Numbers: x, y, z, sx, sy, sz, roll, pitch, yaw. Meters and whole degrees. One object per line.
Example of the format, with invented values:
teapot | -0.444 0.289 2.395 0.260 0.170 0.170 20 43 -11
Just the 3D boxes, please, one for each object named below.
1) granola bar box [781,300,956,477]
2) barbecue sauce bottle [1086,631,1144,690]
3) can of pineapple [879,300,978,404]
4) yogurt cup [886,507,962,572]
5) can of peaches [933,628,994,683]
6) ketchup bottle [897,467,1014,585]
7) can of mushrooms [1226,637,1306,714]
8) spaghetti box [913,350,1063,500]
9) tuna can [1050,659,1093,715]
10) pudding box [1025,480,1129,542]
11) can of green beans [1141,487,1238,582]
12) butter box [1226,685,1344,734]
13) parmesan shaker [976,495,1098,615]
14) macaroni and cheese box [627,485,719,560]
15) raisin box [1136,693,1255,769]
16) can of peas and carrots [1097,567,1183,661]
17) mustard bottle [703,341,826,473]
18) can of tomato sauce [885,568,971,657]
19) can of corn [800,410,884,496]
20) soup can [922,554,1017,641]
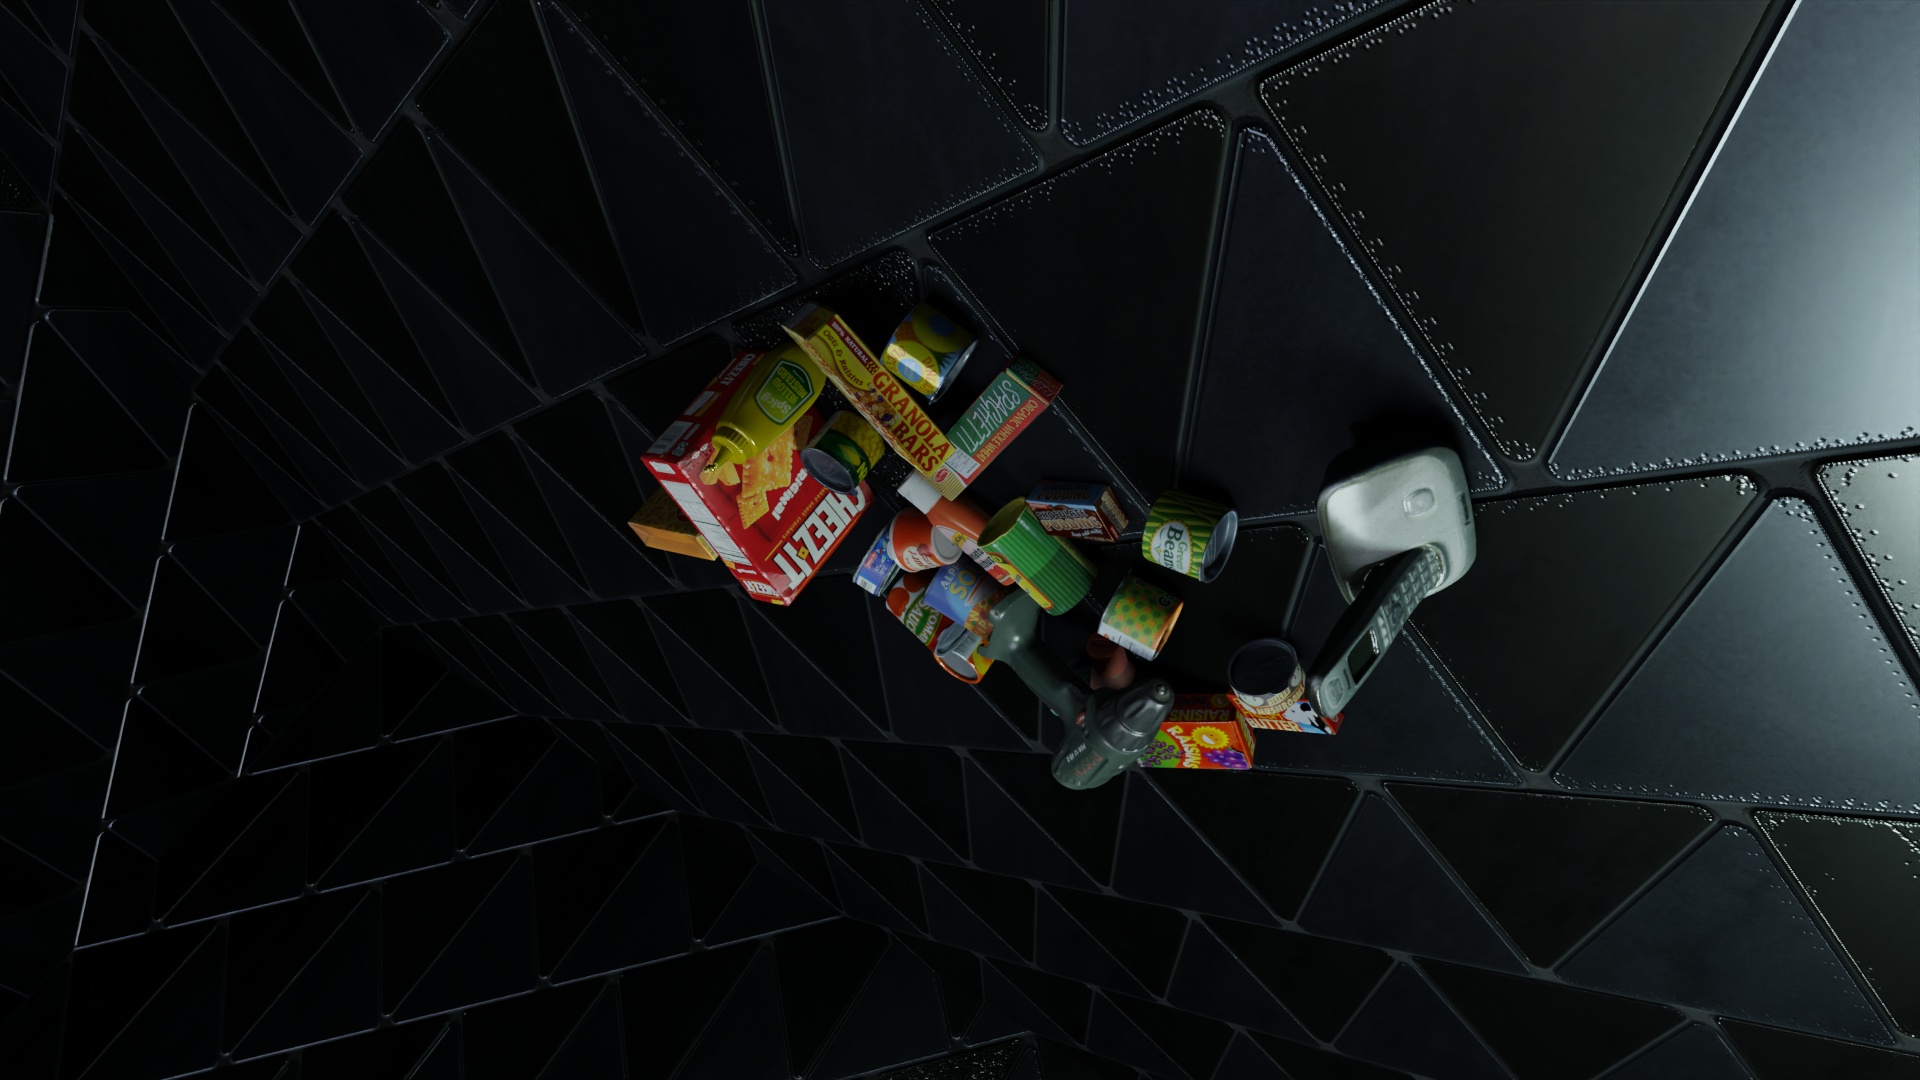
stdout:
granola bar box | -0.083 -0.139 1.251 0.165 0.039 0.124 48 178 -22
barbecue sauce bottle | 0.166 0.152 1.476 0.065 0.044 0.148 8 143 26
can of pineapple | -0.028 -0.159 1.171 0.058 0.071 0.070 35 153 2
yogurt cup | -0.033 -0.002 1.442 0.054 0.073 0.072 -3 135 40
can of peaches | 0.011 0.124 1.600 0.071 0.058 0.071 28 152 16
ketchup bottle | 0.005 -0.017 1.392 0.149 0.044 0.064 40 160 -6
can of mushrooms | 0.281 0.125 1.269 0.071 0.071 0.033 10 145 41
spaghetti box | 0.020 -0.099 1.257 0.050 0.029 0.249 39 154 -5
tuna can | 0.129 0.165 1.522 0.033 0.071 0.070 22 150 28
pudding box | 0.107 -0.028 1.269 0.083 0.030 0.049 7 141 44
can of green beans | 0.192 -0.005 1.164 0.058 0.071 0.071 22 150 27
butter box | 0.311 0.159 1.338 0.103 0.024 0.053 -3 135 52
parmesan shaker | 0.075 0.016 1.334 0.103 0.071 0.071 44 152 -15
macaroni and cheese box | -0.263 -0.059 1.505 0.124 0.167 0.040 10 143 41
raisin box | 0.234 0.197 1.436 0.123 0.040 0.085 -4 136 25
can of peas and carrots | 0.172 0.070 1.316 0.059 0.071 0.070 28 152 14
mustard bottle | -0.193 -0.120 1.329 0.065 0.161 0.048 45 151 -20
can of tomato sauce | -0.033 0.078 1.545 0.083 0.071 0.071 42 157 22
can of corn | -0.117 -0.088 1.405 0.071 0.058 0.070 28 152 16
soup can | 0.013 0.057 1.481 0.084 0.071 0.071 31 153 8
